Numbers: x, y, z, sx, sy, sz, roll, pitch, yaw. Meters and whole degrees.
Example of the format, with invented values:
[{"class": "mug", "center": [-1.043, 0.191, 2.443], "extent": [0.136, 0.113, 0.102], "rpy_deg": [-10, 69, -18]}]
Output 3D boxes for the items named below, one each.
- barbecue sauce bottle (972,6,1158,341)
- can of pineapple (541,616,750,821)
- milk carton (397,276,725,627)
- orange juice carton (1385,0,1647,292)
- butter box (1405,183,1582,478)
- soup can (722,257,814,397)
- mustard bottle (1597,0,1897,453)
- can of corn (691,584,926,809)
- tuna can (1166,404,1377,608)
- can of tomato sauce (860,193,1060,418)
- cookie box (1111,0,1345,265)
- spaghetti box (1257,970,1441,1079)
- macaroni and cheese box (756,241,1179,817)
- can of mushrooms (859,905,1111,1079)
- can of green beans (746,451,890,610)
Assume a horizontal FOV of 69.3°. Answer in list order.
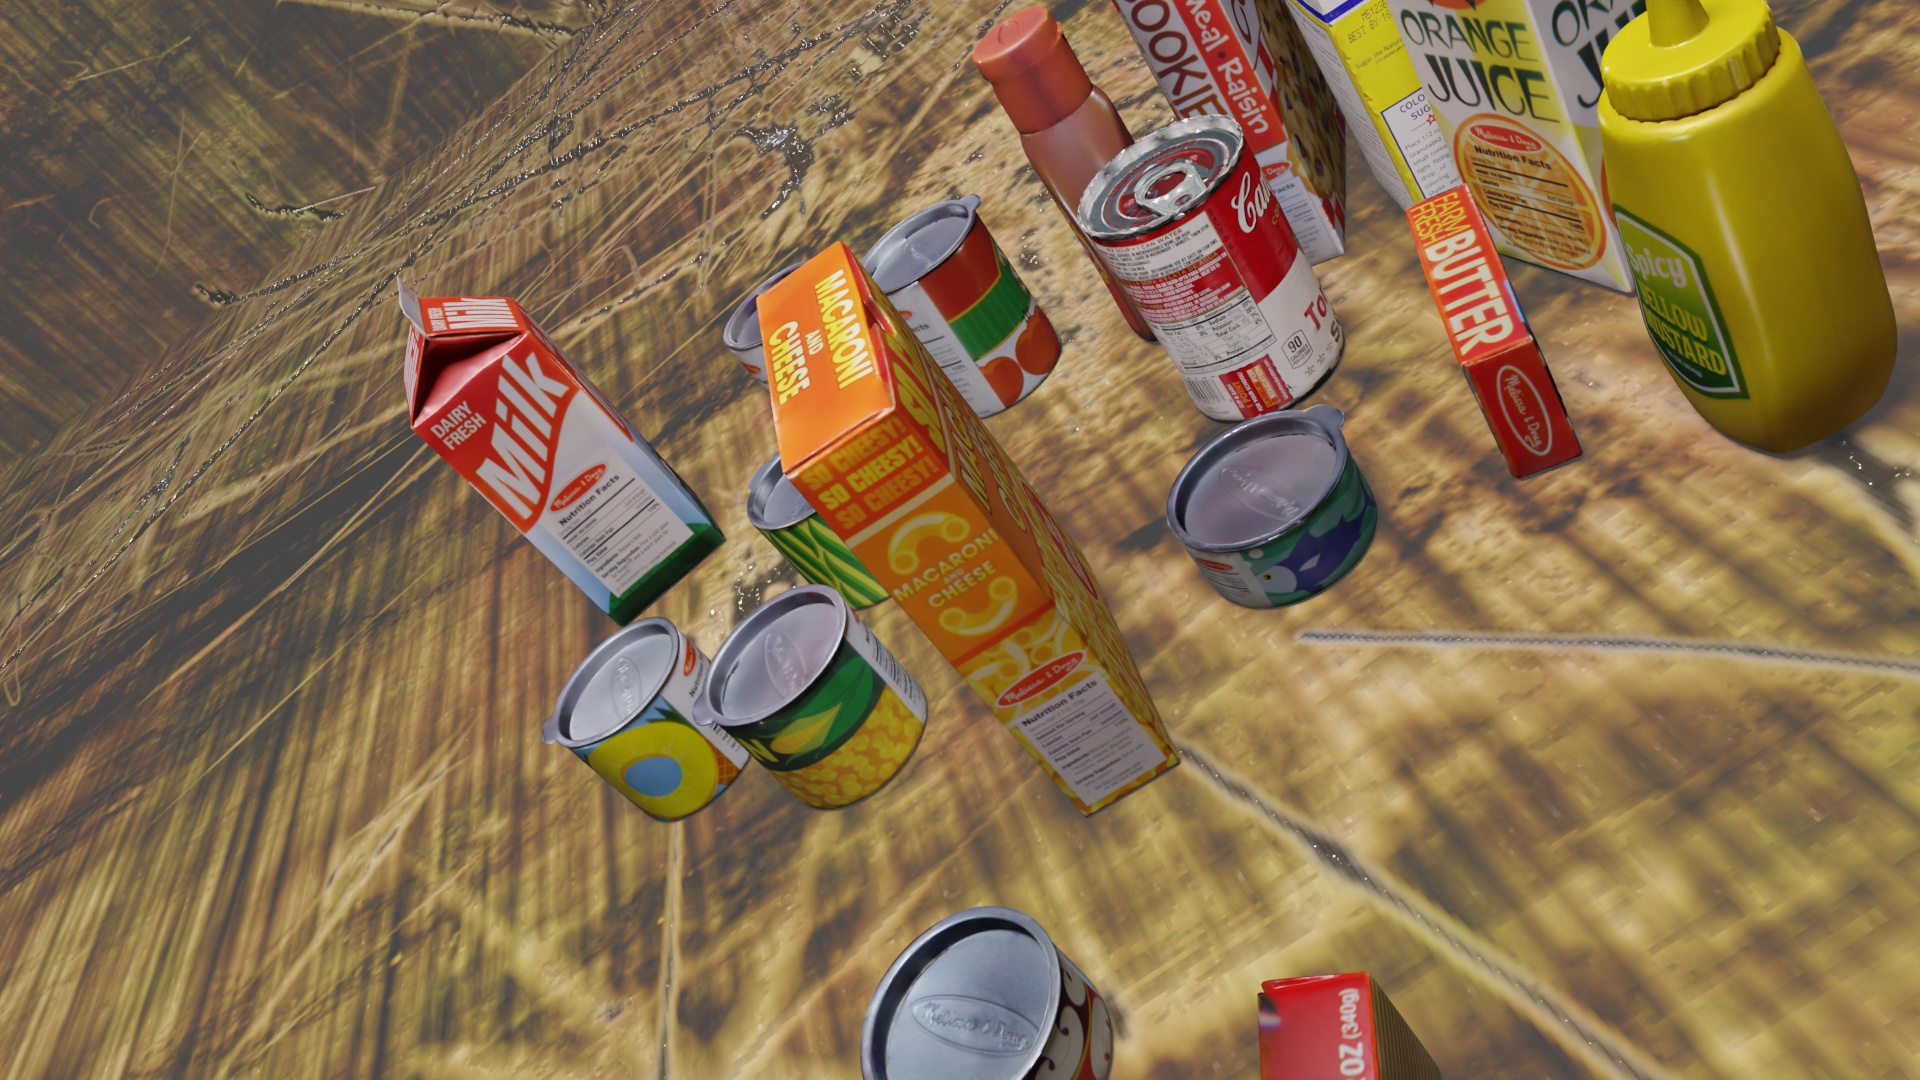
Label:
[{"class": "barbecue sauce bottle", "center": [0.059, -0.159, 0.604], "extent": [0.043, 0.148, 0.065], "rpy_deg": [-28, 34, 17]}, {"class": "can of pineapple", "center": [-0.128, 0.076, 0.583], "extent": [0.071, 0.057, 0.071], "rpy_deg": [-25, 35, 20]}, {"class": "milk carton", "center": [-0.211, -0.052, 0.698], "extent": [0.073, 0.190, 0.072], "rpy_deg": [-41, 33, -3]}, {"class": "orange juice carton", "center": [0.195, -0.182, 0.461], "extent": [0.072, 0.192, 0.073], "rpy_deg": [-41, 33, -3]}, {"class": "butter box", "center": [0.179, -0.073, 0.472], "extent": [0.024, 0.053, 0.104], "rpy_deg": [-23, 36, 23]}, {"class": "soup can", "center": [-0.066, -0.092, 0.704], "extent": [0.071, 0.083, 0.072], "rpy_deg": [-26, 35, 20]}, {"class": "mustard bottle", "center": [0.205, -0.095, 0.375], "extent": [0.049, 0.159, 0.065], "rpy_deg": [-34, 33, 8]}, {"class": "can of corn", "center": [-0.057, 0.062, 0.531], "extent": [0.071, 0.058, 0.071], "rpy_deg": [-25, 35, 20]}, {"class": "tuna can", "center": [0.110, -0.013, 0.483], "extent": [0.071, 0.032, 0.071], "rpy_deg": [-25, 35, 19]}, {"class": "can of tomato sauce", "center": [0.001, -0.110, 0.662], "extent": [0.071, 0.083, 0.071], "rpy_deg": [-26, 35, 20]}, {"class": "cookie box", "center": [0.117, -0.216, 0.601], "extent": [0.040, 0.167, 0.123], "rpy_deg": [-17, 38, 30]}, {"class": "spaghetti box", "center": [0.077, 0.200, 0.240], "extent": [0.028, 0.050, 0.251], "rpy_deg": [-21, 37, 26]}, {"class": "macaroni and cheese box", "center": [0.002, -0.006, 0.457], "extent": [0.040, 0.166, 0.124], "rpy_deg": [-33, 33, 9]}, {"class": "can of mushrooms", "center": [0.006, 0.143, 0.393], "extent": [0.071, 0.033, 0.071], "rpy_deg": [-25, 35, 19]}, {"class": "can of green beans", "center": [-0.051, -0.011, 0.615], "extent": [0.071, 0.057, 0.071], "rpy_deg": [-25, 35, 20]}]
